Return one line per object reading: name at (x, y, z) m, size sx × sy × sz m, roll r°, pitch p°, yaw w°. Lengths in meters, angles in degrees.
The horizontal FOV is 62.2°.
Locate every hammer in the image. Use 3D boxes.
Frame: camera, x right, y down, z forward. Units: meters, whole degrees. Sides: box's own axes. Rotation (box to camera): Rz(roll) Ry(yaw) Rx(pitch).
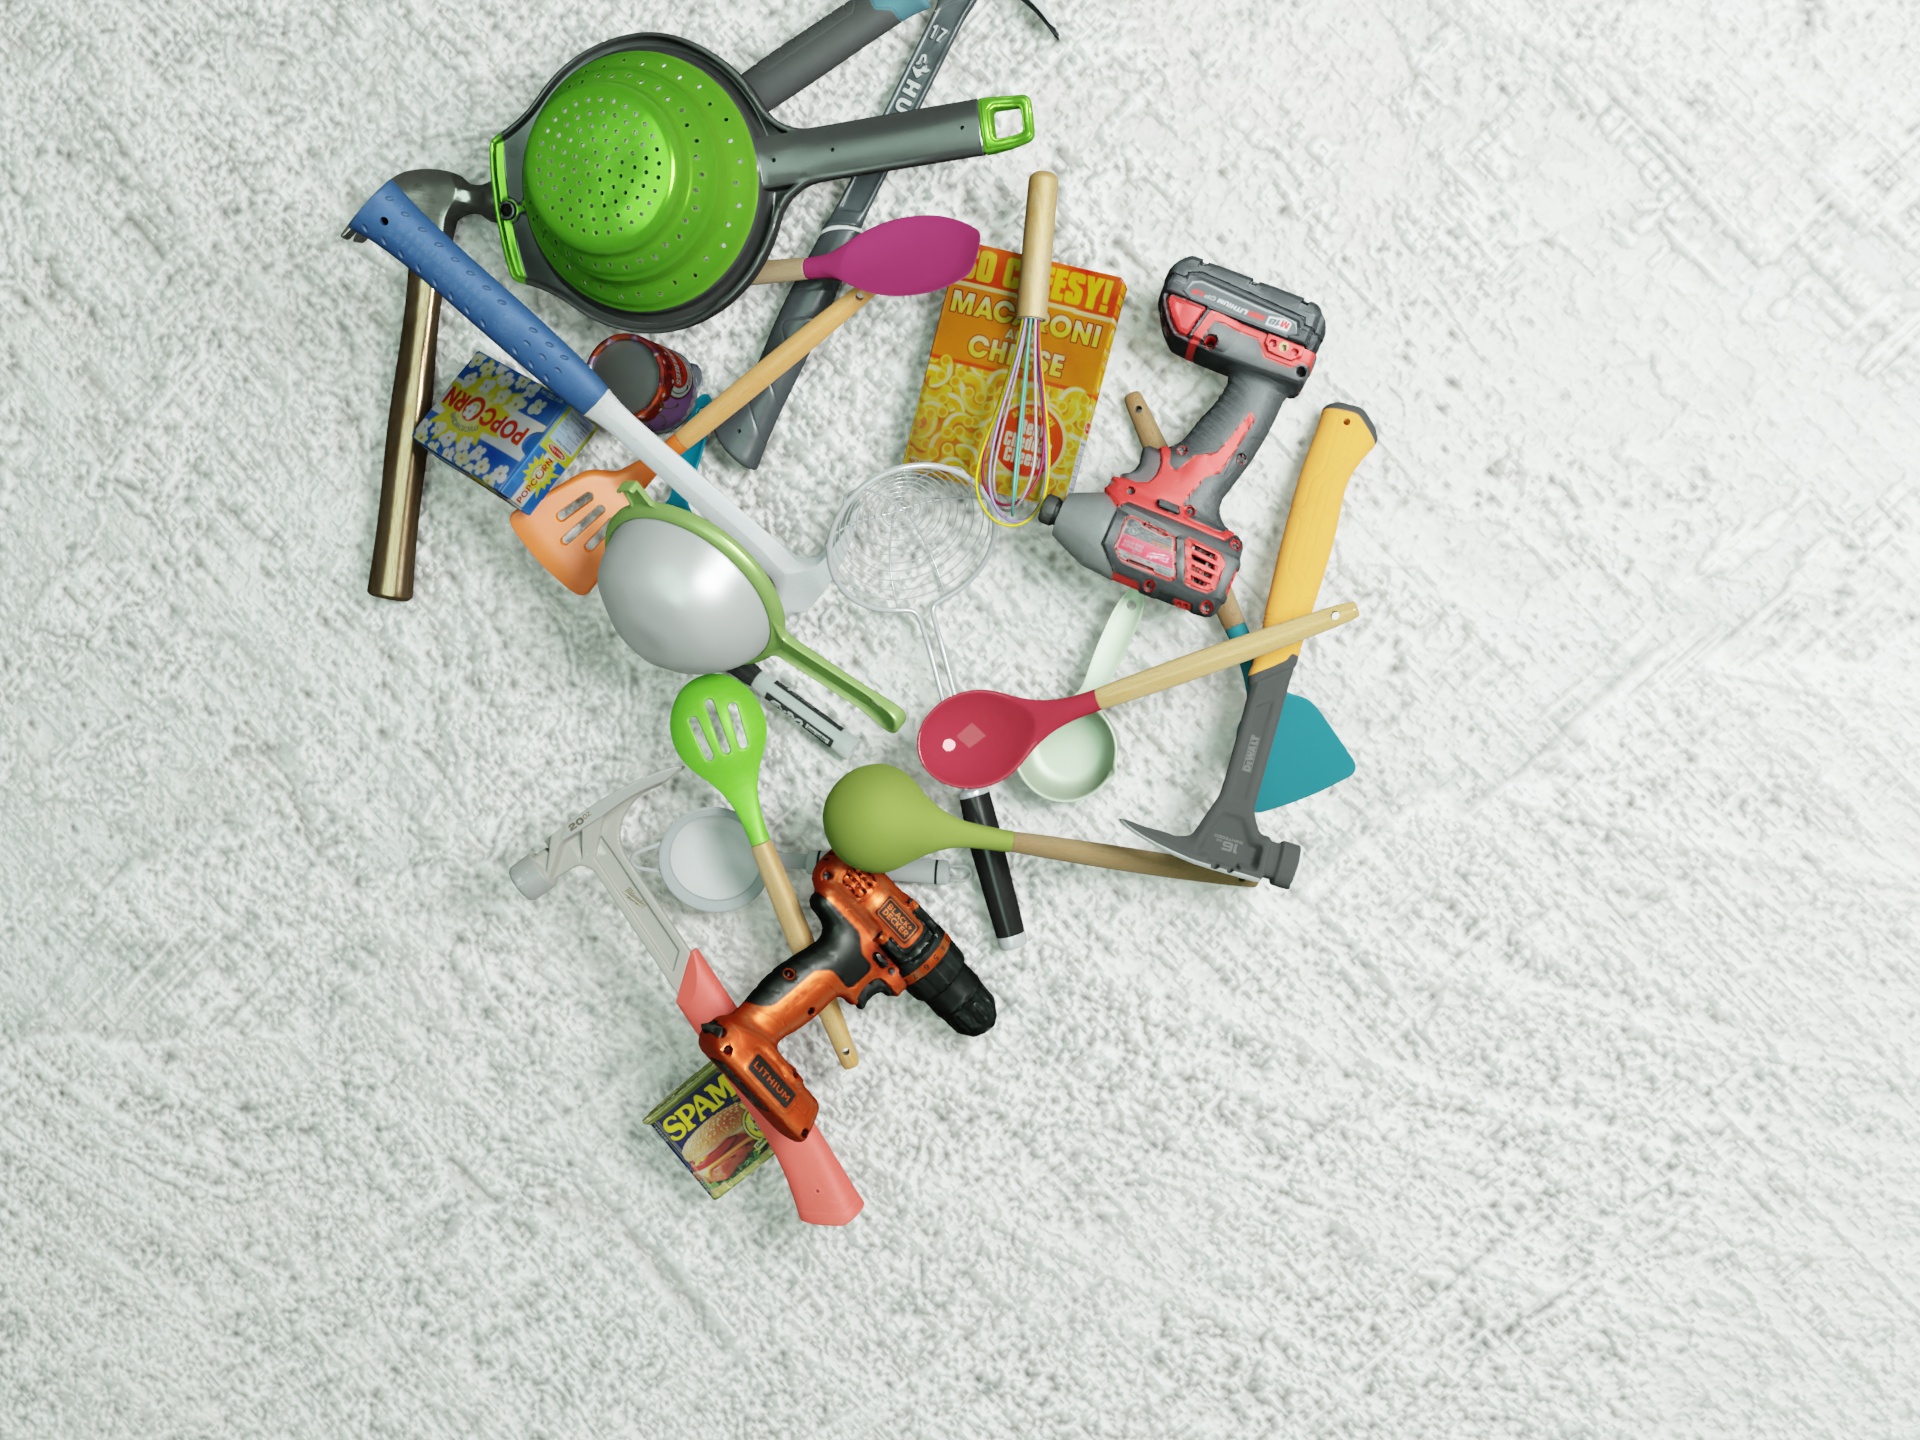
hammer at (0.215, -0.060, 1.103) m, size 0.127 × 0.034 × 0.337 m, roll 17°, pitch 87°, yaw 3°
hammer at (-0.174, 0.214, 1.178) m, size 0.149 × 0.037 × 0.359 m, roll -34°, pitch 91°, yaw -1°
hammer at (-0.244, -0.222, 1.121) m, size 0.144 × 0.035 × 0.405 m, roll -43°, pitch 112°, yaw 14°
hammer at (-0.428, -0.259, 1.238) m, size 0.130 × 0.031 × 0.331 m, roll 11°, pitch 97°, yaw 9°
hammer at (-0.073, -0.372, 1.160) m, size 0.149 × 0.036 × 0.409 m, roll 29°, pitch 100°, yaw 6°
hammer at (-0.170, -0.438, 1.145) m, size 0.331 × 0.033 × 0.128 m, roll -27°, pitch 78°, yaw 18°

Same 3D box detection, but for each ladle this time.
ladle at (0.118, -0.024, 1.088) m, size 0.315 × 0.031 × 0.069 m, roll -19°, pitch 86°, yaw 16°
ladle at (0.060, 0.089, 1.145) m, size 0.320 × 0.062 × 0.078 m, roll 9°, pitch 92°, yaw -10°

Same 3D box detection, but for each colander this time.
colander at (-0.151, -0.380, 1.075) m, size 0.397 × 0.094 × 0.204 m, roll -6°, pitch 99°, yaw 12°

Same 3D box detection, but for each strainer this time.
strainer at (-0.160, -0.049, 1.129) m, size 0.256 × 0.151 × 0.069 m, roll 33°, pitch 56°, yaw 3°
strainer at (-0.119, 0.108, 1.211) m, size 0.258 × 0.050 × 0.086 m, roll 4°, pitch 108°, yaw 4°

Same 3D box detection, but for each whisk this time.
whisk at (0.043, -0.257, 1.103) m, size 0.047 × 0.051 × 0.245 m, roll 6°, pitch 93°, yaw 16°

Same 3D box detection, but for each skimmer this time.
skimmer at (-0.002, -0.004, 1.150) m, size 0.127 × 0.090 × 0.363 m, roll -15°, pitch 95°, yaw -9°

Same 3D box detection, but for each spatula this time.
spatula at (-0.187, -0.216, 1.162) m, size 0.322 × 0.041 × 0.081 m, roll -36°, pitch 108°, yaw 15°
spatula at (0.186, -0.090, 1.145) m, size 0.082 × 0.044 × 0.317 m, roll -24°, pitch 86°, yaw 11°

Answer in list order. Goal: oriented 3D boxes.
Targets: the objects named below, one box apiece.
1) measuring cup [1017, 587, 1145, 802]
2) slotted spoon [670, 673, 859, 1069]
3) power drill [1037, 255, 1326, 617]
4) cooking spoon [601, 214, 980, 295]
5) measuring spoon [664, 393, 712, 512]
measuring cup at (0.097, -0.021, 1.161) m, size 0.083 × 0.038 × 0.167 m, roll 25°, pitch 97°, yaw 7°
slotted spoon at (-0.137, 0.114, 1.180) m, size 0.070 × 0.031 × 0.314 m, roll -22°, pitch 95°, yaw -7°
power drill at (0.152, -0.195, 1.097) m, size 0.143 × 0.078 × 0.219 m, roll 23°, pitch 92°, yaw 6°
cooking spoon at (-0.132, -0.324, 1.146) m, size 0.319 × 0.017 × 0.069 m, roll 3°, pitch 68°, yaw 24°
measuring spoon at (-0.205, -0.185, 1.214) m, size 0.042 × 0.021 × 0.128 m, roll 14°, pitch 89°, yaw 24°
